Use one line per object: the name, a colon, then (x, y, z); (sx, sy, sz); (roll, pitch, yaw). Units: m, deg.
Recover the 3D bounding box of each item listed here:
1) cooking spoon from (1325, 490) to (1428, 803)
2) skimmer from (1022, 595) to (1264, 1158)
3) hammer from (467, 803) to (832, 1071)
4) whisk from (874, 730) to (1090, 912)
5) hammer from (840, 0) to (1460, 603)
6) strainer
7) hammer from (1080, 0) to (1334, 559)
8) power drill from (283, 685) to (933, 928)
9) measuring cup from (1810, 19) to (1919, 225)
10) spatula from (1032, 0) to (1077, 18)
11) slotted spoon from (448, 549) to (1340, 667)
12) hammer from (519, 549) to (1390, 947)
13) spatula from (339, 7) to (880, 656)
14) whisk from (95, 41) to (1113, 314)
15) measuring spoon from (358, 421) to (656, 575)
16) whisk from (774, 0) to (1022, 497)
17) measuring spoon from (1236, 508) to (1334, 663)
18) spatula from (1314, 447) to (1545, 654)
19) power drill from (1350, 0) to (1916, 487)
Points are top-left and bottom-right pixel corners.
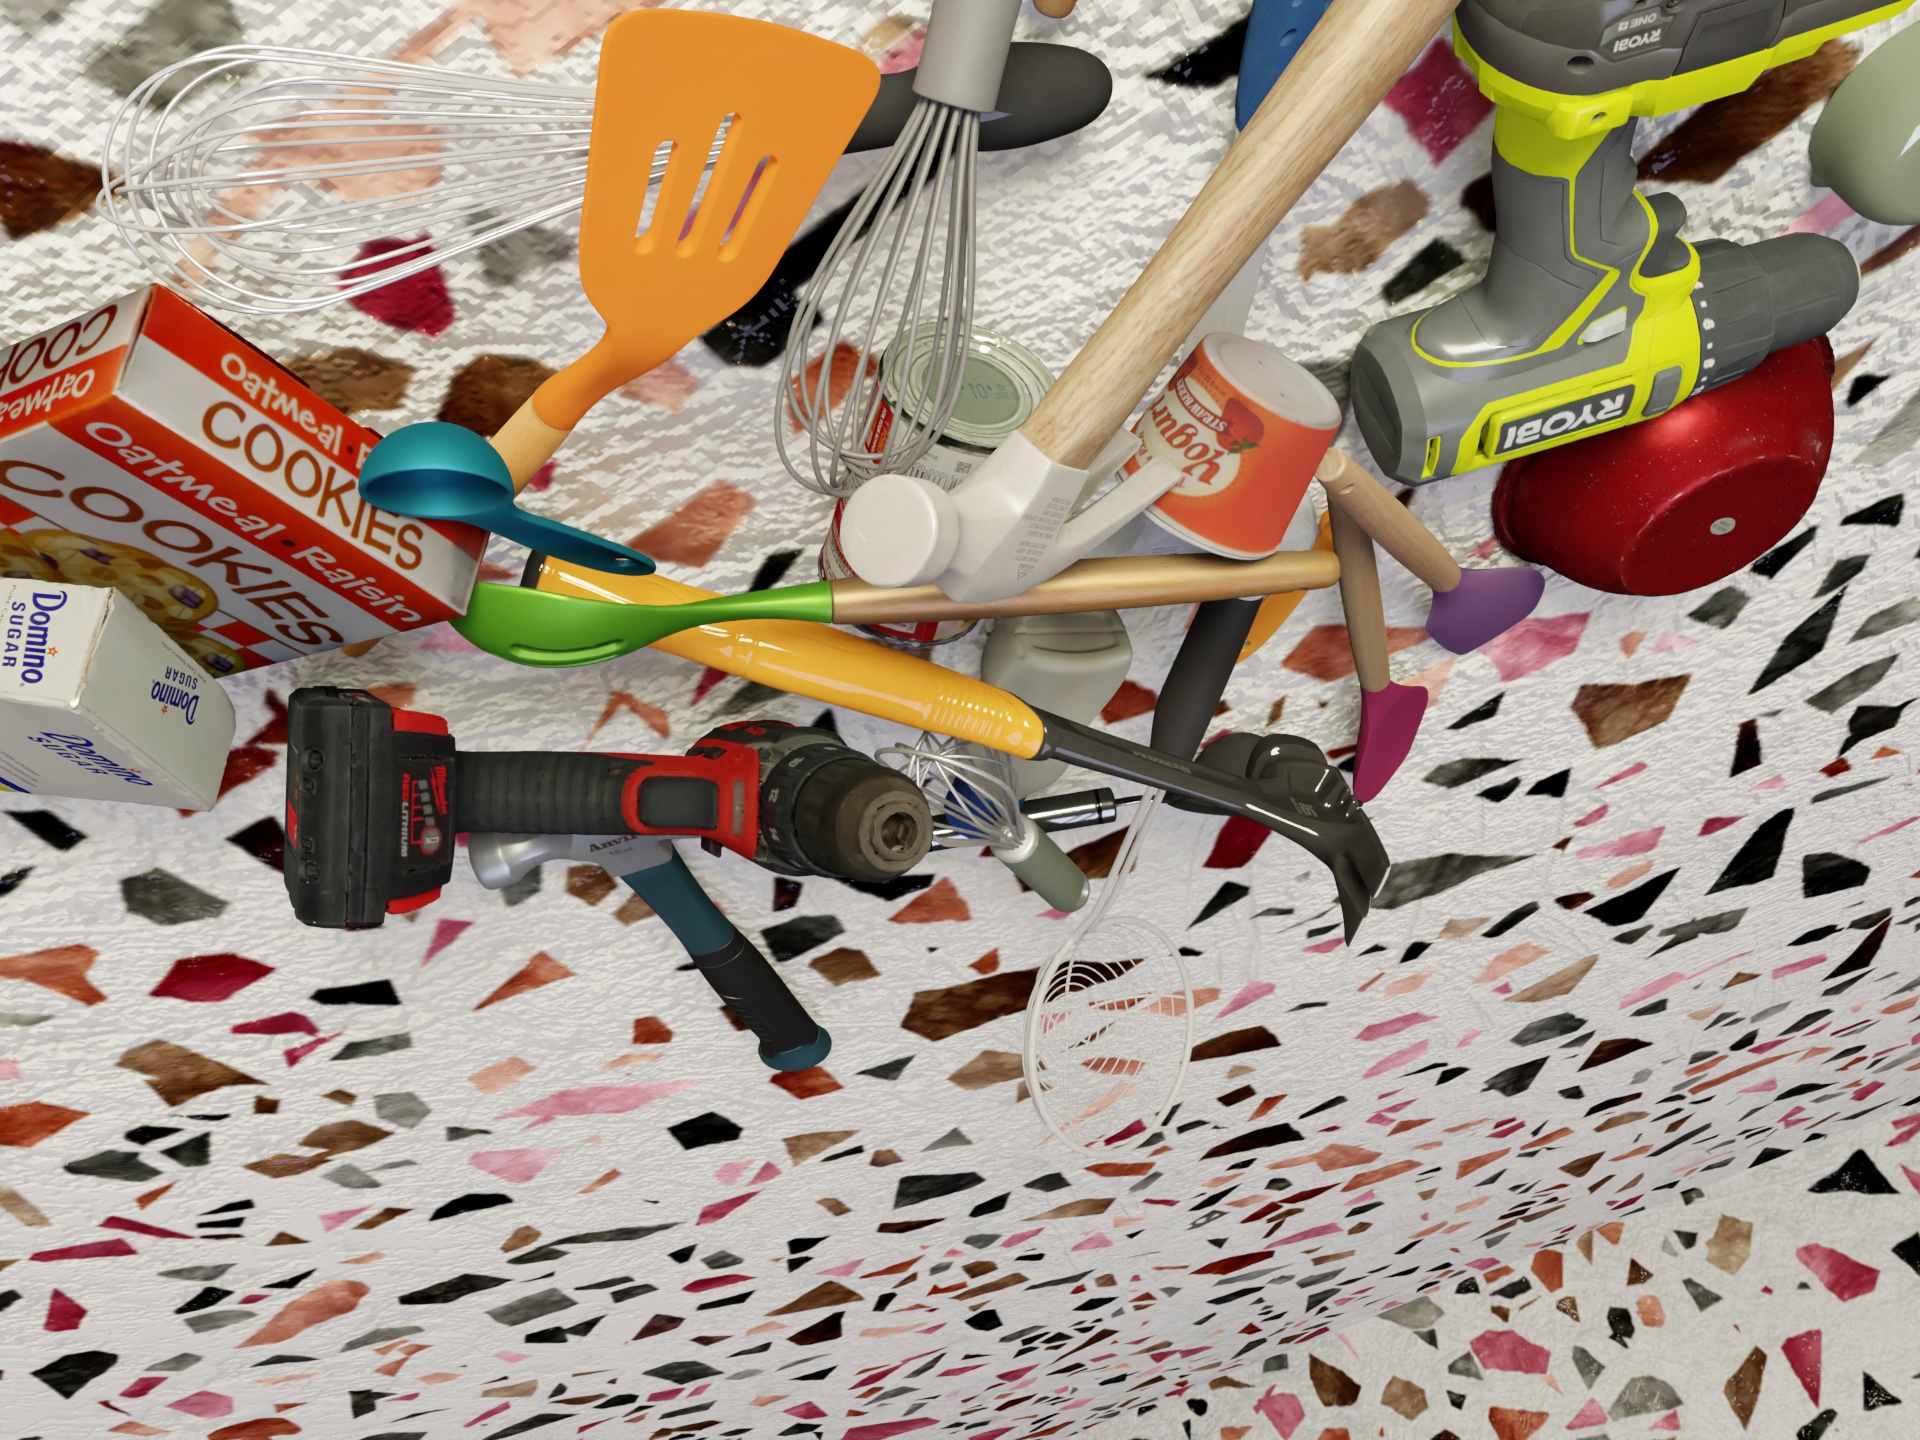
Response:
cooking spoon: (0.197, -0.031, 0.765); (0.069, 0.017, 0.318); (-51, 152, -8)
skimmer: (0.105, 0.078, 0.761); (0.127, 0.090, 0.363); (-31, 150, -36)
hammer: (-0.132, 0.122, 0.855); (0.128, 0.033, 0.330); (-18, 147, 2)
whisk: (0.021, 0.052, 0.743); (0.059, 0.058, 0.246); (10, 164, 22)
hammer: (0.096, -0.164, 0.438); (0.331, 0.031, 0.130); (-51, 162, 20)
strainer: (0.083, 0.042, 0.832); (0.258, 0.050, 0.087); (-9, -170, -4)
hammer: (0.094, -0.183, 0.514); (0.144, 0.035, 0.405); (-10, 146, -13)
power drill: (-0.134, 0.032, 0.611); (0.226, 0.080, 0.188); (1, -177, -26)
measuring cup: (0.395, -0.209, 0.612); (0.167, 0.038, 0.083); (15, 135, -36)
spatula: (0.072, -0.292, 0.338); (0.082, 0.044, 0.317); (-18, 152, -29)
slotted spoon: (-0.019, -0.042, 0.546); (0.313, 0.031, 0.070); (-5, 177, -9)
hammer: (-0.001, -0.002, 0.603); (0.336, 0.127, 0.034); (17, 111, -9)
spatula: (-0.137, -0.093, 0.492); (0.081, 0.041, 0.322); (-9, 166, -42)
whisk: (-0.088, -0.164, 0.446); (0.284, 0.070, 0.070); (-13, 147, -16)
measuring spoon: (-0.132, -0.067, 0.489); (0.042, 0.021, 0.128); (-8, 170, 21)
whisk: (-0.005, -0.169, 0.426); (0.055, 0.055, 0.238); (3, 119, -28)
measuring spoon: (0.151, -0.063, 0.742); (0.021, 0.011, 0.116); (-1, 147, -24)
spatula: (0.208, -0.070, 0.695); (0.060, 0.018, 0.315); (-35, 157, 21)
power drill: (0.240, -0.185, 0.545); (0.190, 0.080, 0.228); (-17, 150, -1)
